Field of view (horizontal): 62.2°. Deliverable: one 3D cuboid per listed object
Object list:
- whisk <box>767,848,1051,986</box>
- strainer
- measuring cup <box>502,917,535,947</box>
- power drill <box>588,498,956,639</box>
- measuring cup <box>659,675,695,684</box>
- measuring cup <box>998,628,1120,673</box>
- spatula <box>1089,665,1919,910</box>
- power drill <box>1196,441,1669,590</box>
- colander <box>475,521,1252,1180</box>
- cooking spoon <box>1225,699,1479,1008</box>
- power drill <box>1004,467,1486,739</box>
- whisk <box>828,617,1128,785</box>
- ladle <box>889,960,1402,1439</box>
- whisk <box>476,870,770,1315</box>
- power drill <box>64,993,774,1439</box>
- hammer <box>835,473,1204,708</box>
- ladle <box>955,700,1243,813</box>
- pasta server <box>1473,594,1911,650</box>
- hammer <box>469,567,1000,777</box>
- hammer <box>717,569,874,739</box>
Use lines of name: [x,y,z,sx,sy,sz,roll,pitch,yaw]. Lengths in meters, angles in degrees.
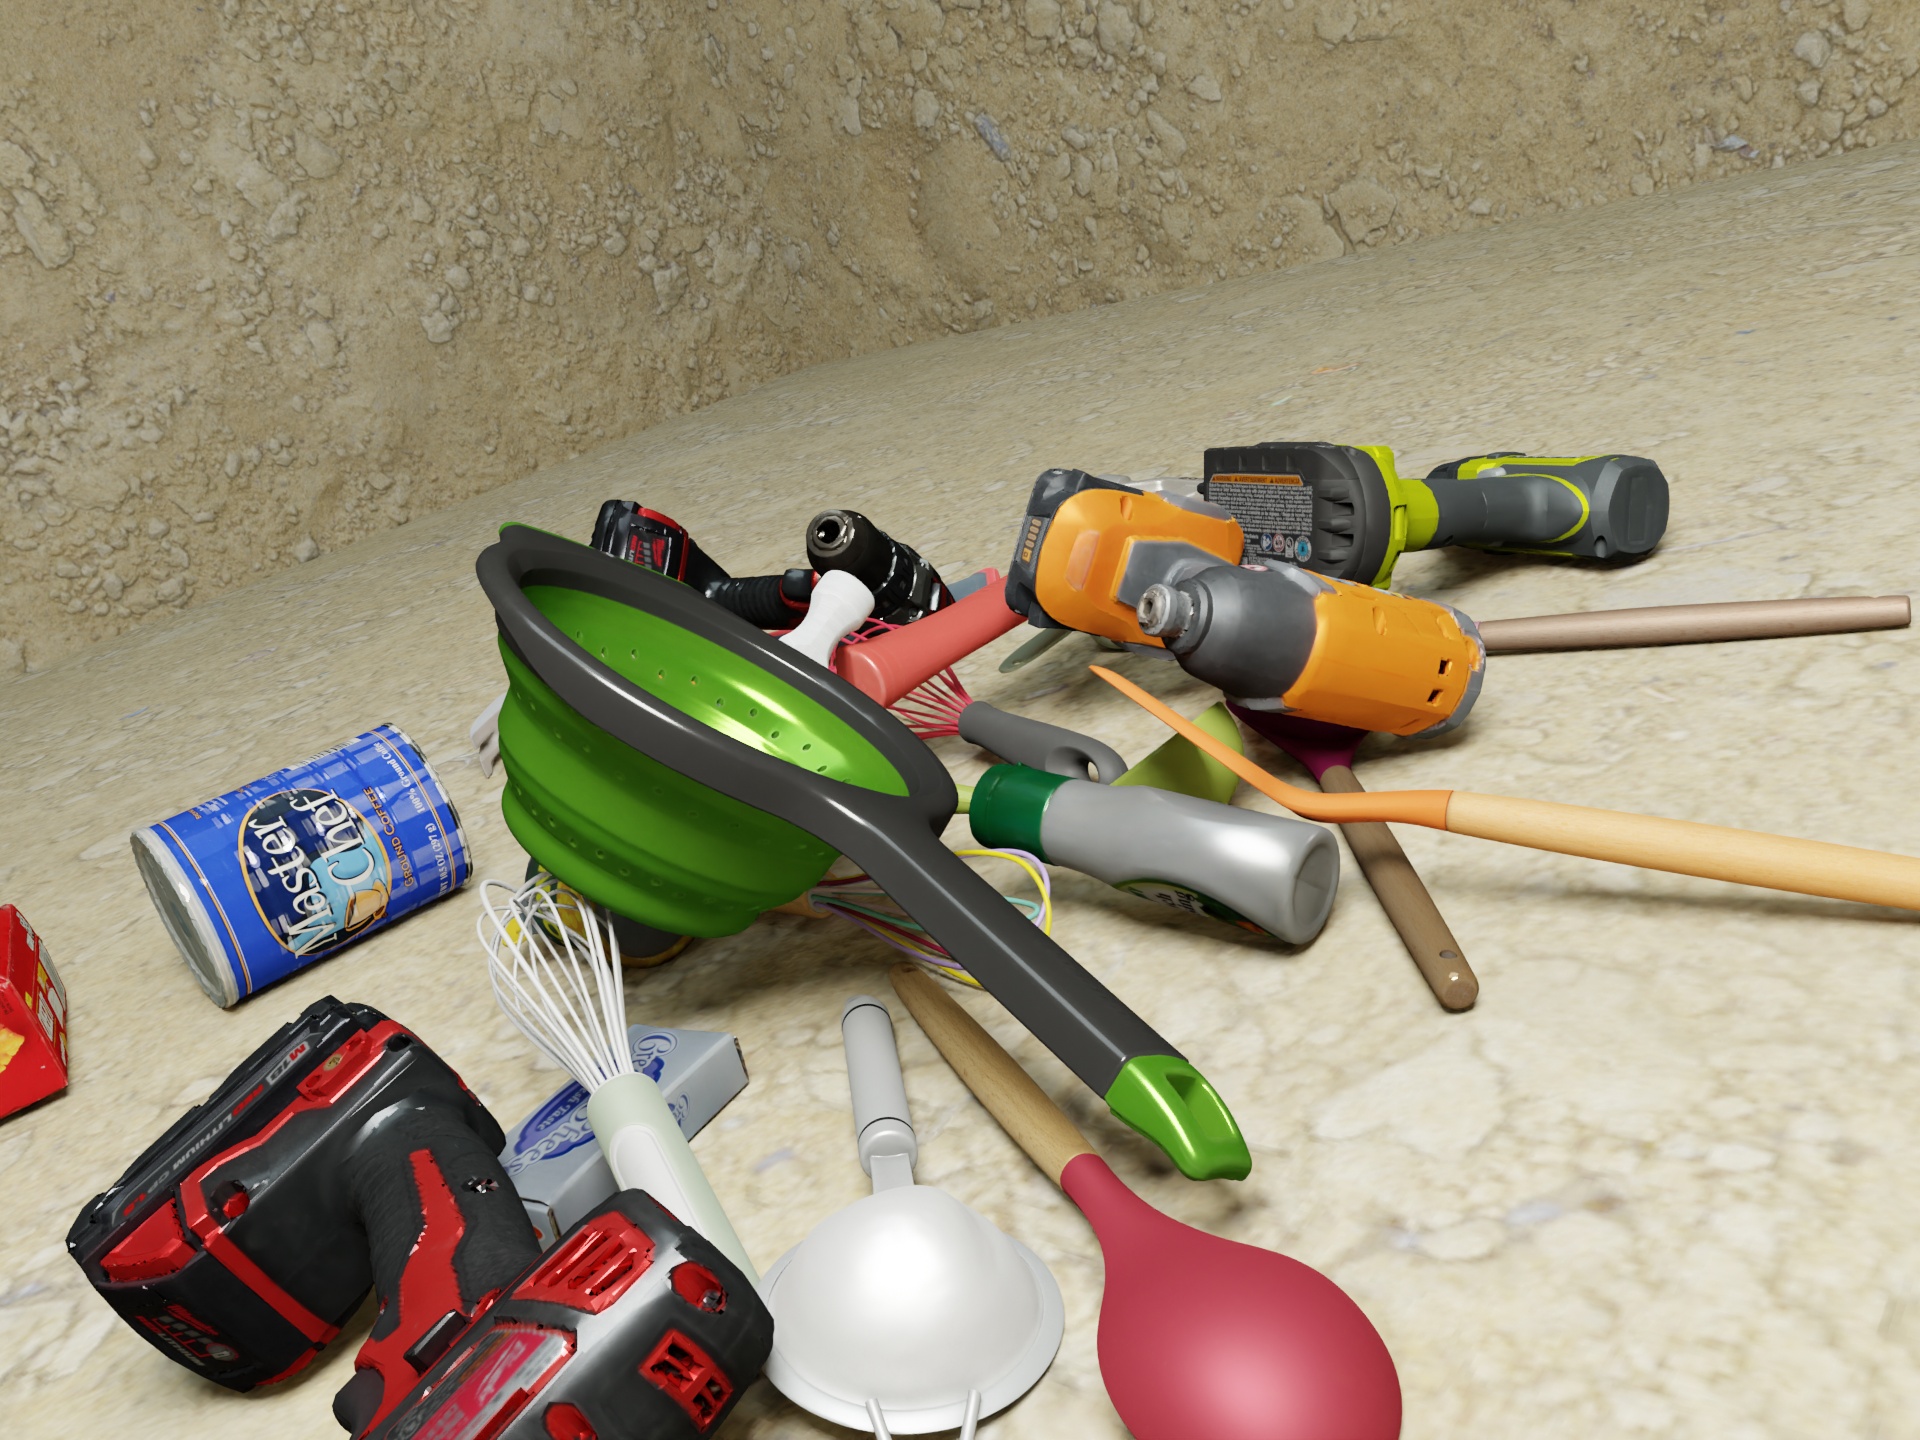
whisk: [-0.048,0.080,0.688,0.051,0.047,0.245,-27,16,-38]
strainer: [-0.024,0.137,0.499,0.087,0.050,0.258,-2,14,-7]
measuring cup: [-0.194,0.084,0.822,0.062,0.029,0.157,-11,22,17]
power drill: [-0.125,-0.089,1.008,0.227,0.080,0.187,5,-13,18]
measuring cup: [-0.134,0.000,0.974,0.095,0.052,0.174,-27,23,-28]
measuring cup: [0.083,-0.051,0.959,0.083,0.038,0.167,4,29,46]
spatula: [0.196,0.026,0.549,0.323,0.041,0.081,9,-9,30]
power drill: [0.250,-0.117,0.887,0.223,0.080,0.171,-6,11,-26]
colander: [-0.061,0.058,0.567,0.204,0.094,0.397,19,15,-48]
cooking spoon: [0.162,0.035,0.664,0.069,0.017,0.319,0,19,0]
power drill: [0.110,-0.058,0.744,0.164,0.084,0.227,10,13,-29]
whisk: [-0.001,-0.003,0.861,0.073,0.073,0.296,-25,25,-24]
ladle: [0.029,0.130,0.494,0.069,0.031,0.316,-12,14,-17]
whisk: [-0.117,0.123,0.535,0.058,0.059,0.247,-47,40,0]
power drill: [-0.161,0.171,0.444,0.220,0.078,0.143,14,53,48]
hammer: [0.061,-0.081,0.912,0.149,0.036,0.359,10,27,34]
ladle: [-0.034,0.023,0.722,0.320,0.062,0.078,0,2,13]
pasta server: [0.283,-0.051,0.782,0.316,0.040,0.060,-2,11,34]
hammer: [-0.156,-0.040,1.129,0.386,0.038,0.143,-13,20,10]
hammer: [-0.169,0.000,0.885,0.331,0.033,0.128,-12,40,55]
